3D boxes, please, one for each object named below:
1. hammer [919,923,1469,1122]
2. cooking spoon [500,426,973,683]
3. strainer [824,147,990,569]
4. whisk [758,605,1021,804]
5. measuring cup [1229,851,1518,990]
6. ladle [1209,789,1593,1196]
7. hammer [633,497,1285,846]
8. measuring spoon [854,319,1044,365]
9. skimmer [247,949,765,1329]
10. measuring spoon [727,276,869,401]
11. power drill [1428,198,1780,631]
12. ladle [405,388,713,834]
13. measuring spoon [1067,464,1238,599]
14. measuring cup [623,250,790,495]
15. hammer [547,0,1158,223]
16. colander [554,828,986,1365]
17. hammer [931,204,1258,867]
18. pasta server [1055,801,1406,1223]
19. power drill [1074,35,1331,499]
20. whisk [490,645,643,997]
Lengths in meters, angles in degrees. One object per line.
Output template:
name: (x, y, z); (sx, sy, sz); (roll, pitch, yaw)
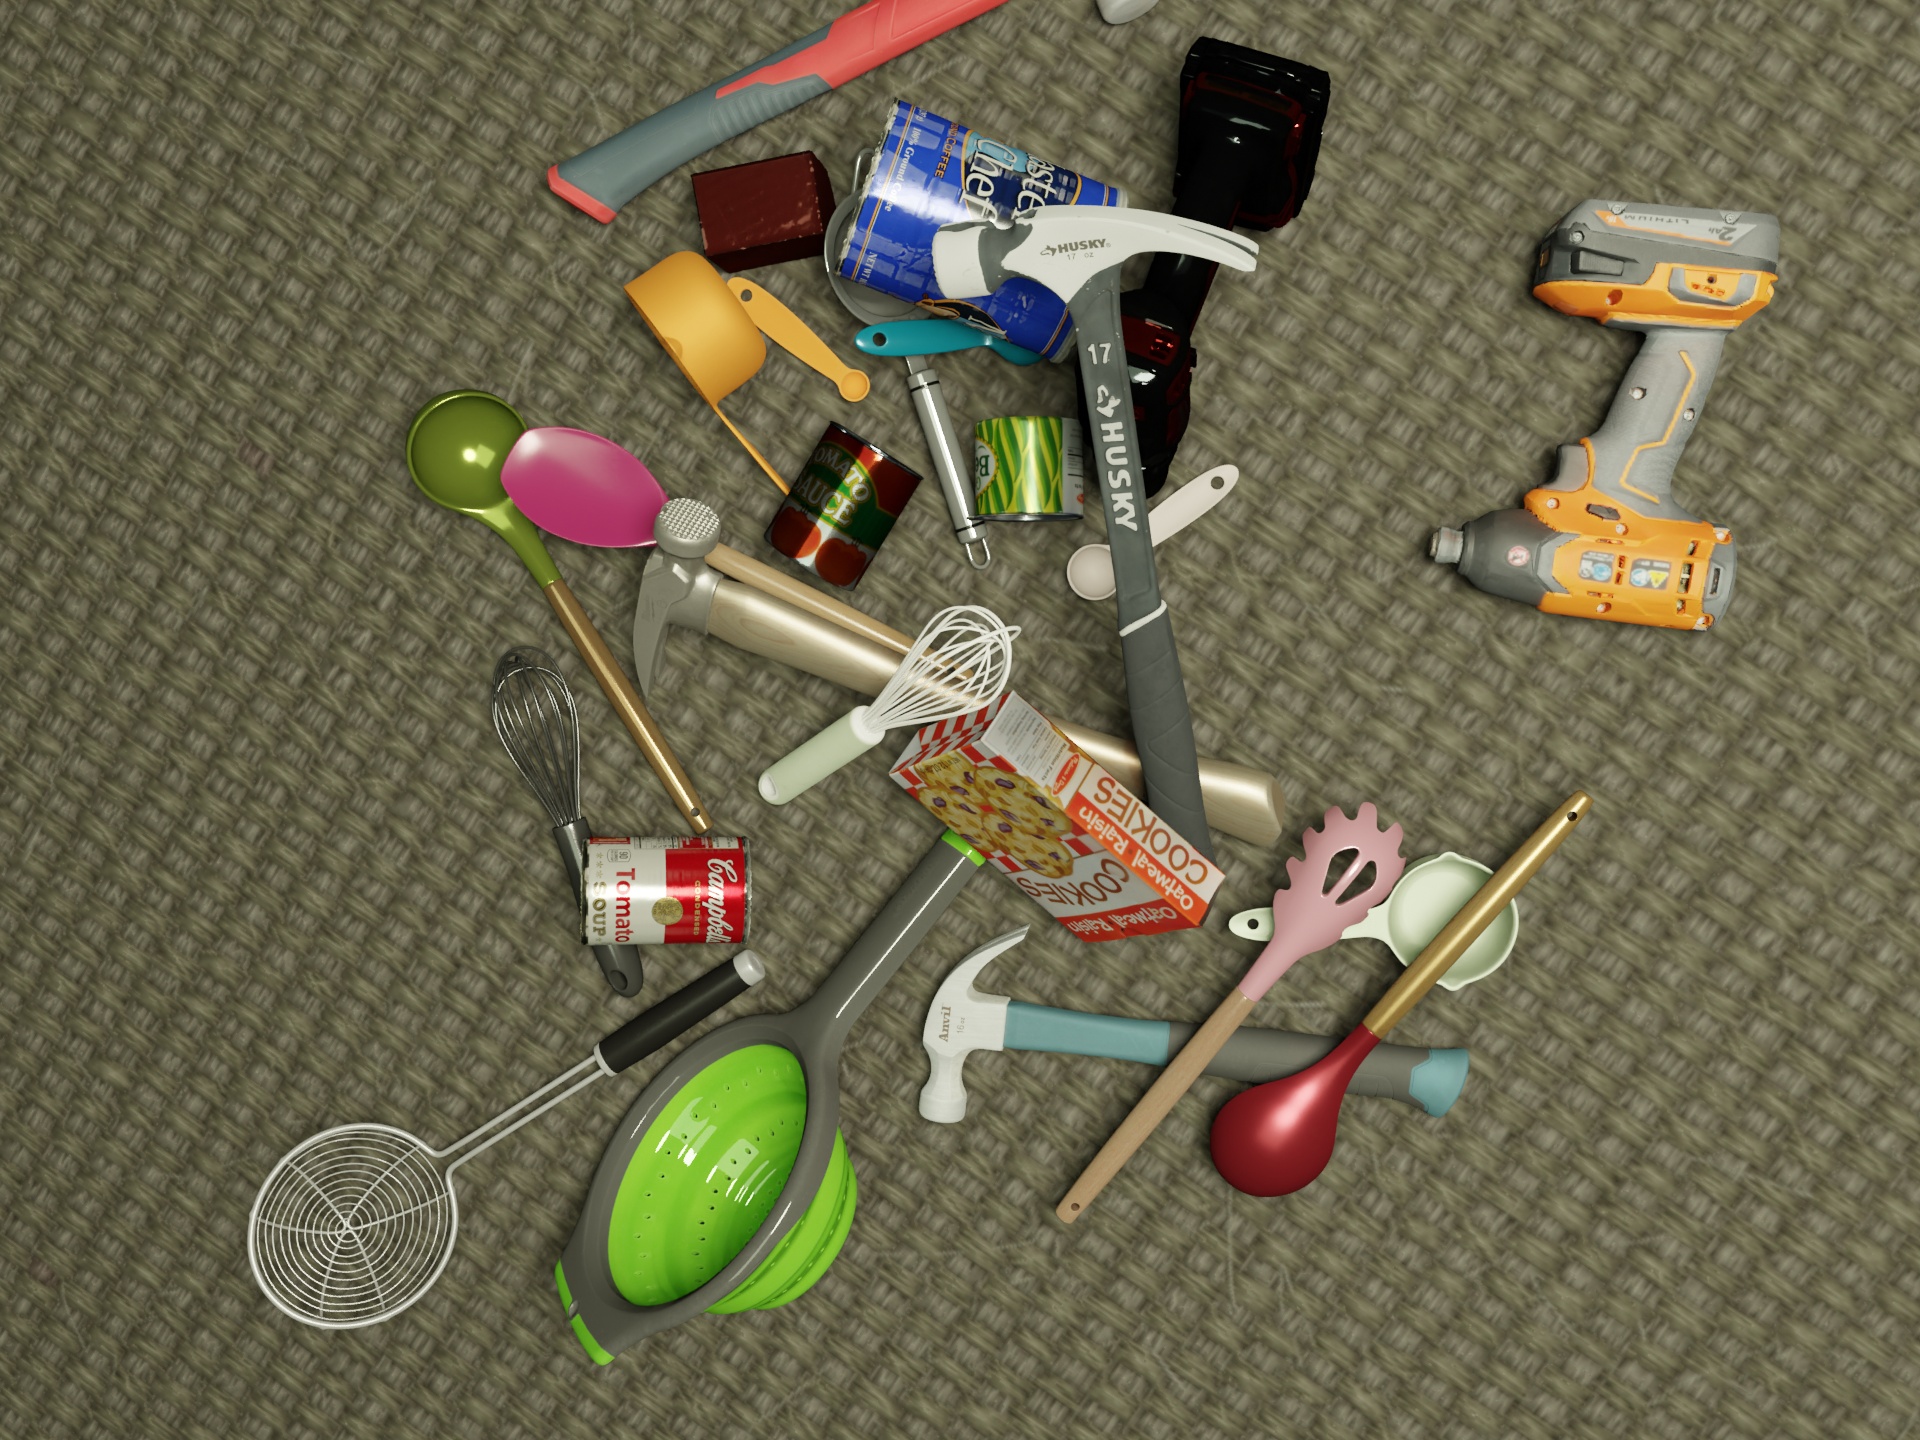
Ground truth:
hammer: (0.142, 0.203, 0.984); (0.331, 0.033, 0.128); (6, 96, 8)
cooking spoon: (-0.137, -0.095, 0.991); (0.319, 0.017, 0.069); (26, 80, -2)
strainer: (-0.028, -0.215, 0.975); (0.087, 0.050, 0.258); (-22, 98, -29)
whisk: (-0.049, -0.001, 0.936); (0.246, 0.059, 0.058); (-32, 80, 45)
measuring cup: (0.247, 0.119, 0.962); (0.167, 0.038, 0.083); (-2, 94, 11)
ladle: (0.259, 0.163, 0.931); (0.069, 0.031, 0.315); (39, 100, 2)
hammer: (-0.002, -0.003, 0.971); (0.410, 0.038, 0.146); (21, 136, -1)
measuring spoon: (0.000, -0.232, 0.952); (0.128, 0.021, 0.042); (-8, 97, -18)
skimmer: (-0.285, 0.257, 1.018); (0.363, 0.090, 0.127); (-33, 88, 8)
measuring spoon: (-0.102, -0.240, 1.001); (0.117, 0.011, 0.021); (41, 98, 7)
power drill: (0.363, -0.171, 0.903); (0.164, 0.084, 0.226); (7, 99, 8)
ladle: (-0.246, -0.065, 1.010); (0.078, 0.062, 0.320); (-32, 92, -9)
measuring spoon: (0.119, -0.117, 0.977); (0.124, 0.018, 0.034); (-36, 88, 2)
measuring cup: (-0.133, -0.210, 0.980); (0.052, 0.095, 0.173); (-39, 108, -2)
hammer: (-0.083, -0.420, 0.970); (0.386, 0.038, 0.143); (-23, 89, 9)
colander: (-0.080, 0.229, 0.986); (0.397, 0.205, 0.094); (-51, 121, -7)
hammer: (0.099, -0.072, 0.842); (0.149, 0.036, 0.408); (-2, 126, 17)
pasta server: (0.155, 0.181, 0.951); (0.060, 0.040, 0.316); (37, 104, 4)
power drill: (0.128, -0.242, 0.903); (0.080, 0.187, 0.227); (21, 78, 11)
whisk: (-0.249, 0.067, 1.027); (0.055, 0.055, 0.239); (-17, 96, 9)
